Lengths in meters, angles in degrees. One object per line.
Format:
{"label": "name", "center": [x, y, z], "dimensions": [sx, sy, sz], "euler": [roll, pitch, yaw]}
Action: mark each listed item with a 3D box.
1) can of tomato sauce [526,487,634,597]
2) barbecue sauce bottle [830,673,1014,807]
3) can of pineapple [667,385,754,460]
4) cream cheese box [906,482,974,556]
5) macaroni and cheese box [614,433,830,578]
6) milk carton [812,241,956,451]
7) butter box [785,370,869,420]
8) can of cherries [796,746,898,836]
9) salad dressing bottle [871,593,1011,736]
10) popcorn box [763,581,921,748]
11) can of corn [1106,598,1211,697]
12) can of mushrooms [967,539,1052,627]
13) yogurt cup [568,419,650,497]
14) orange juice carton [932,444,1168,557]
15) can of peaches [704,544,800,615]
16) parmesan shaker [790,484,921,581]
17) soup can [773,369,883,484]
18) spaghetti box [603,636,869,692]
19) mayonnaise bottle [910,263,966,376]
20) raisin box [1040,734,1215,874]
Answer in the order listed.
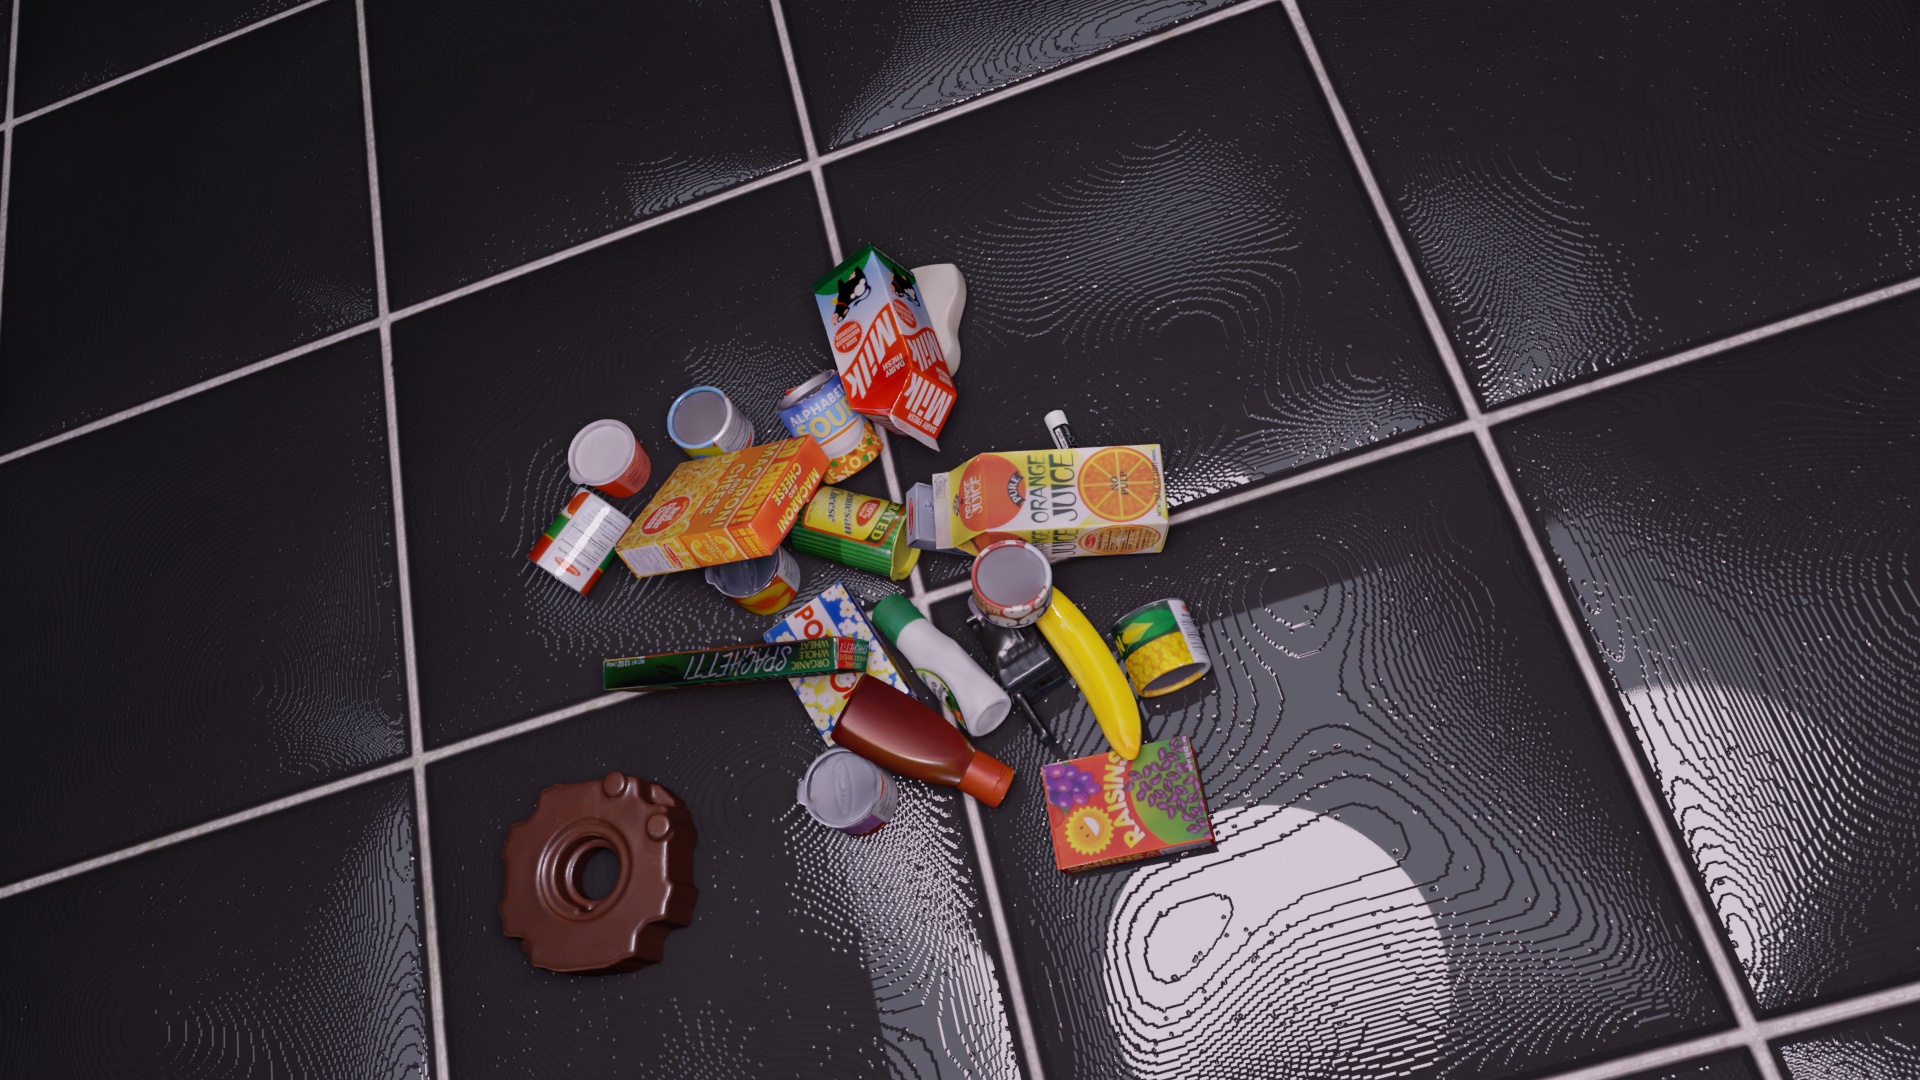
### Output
{"label": "can of tomato sauce", "center": [-0.355, 0.001, 1.304], "dimensions": [0.071, 0.071, 0.083], "euler": [30, 79, 23]}
{"label": "barbecue sauce bottle", "center": [-0.029, 0.169, 1.138], "dimensions": [0.148, 0.043, 0.065], "euler": [28, 47, -2]}
{"label": "can of pineapple", "center": [-0.239, -0.106, 1.318], "dimensions": [0.071, 0.057, 0.071], "euler": [-5, 69, 13]}
{"label": "cream cheese box", "center": [0.004, -0.015, 1.207], "dimensions": [0.104, 0.024, 0.053], "euler": [9, 65, -24]}
{"label": "macaroni and cheese box", "center": [-0.210, -0.030, 1.235], "dimensions": [0.166, 0.040, 0.124], "euler": [-9, 37, 34]}
{"label": "milk carton", "center": [-0.064, -0.166, 1.249], "dimensions": [0.073, 0.072, 0.191], "euler": [-32, 59, 22]}
{"label": "butter box", "center": [-0.110, -0.134, 1.315], "dimensions": [0.103, 0.024, 0.053], "euler": [-21, 65, 6]}
{"label": "can of cherries", "center": [-0.093, 0.210, 1.158], "dimensions": [0.071, 0.058, 0.072], "euler": [-5, 70, 13]}
{"label": "salad dressing bottle", "center": [-0.019, 0.103, 1.182], "dimensions": [0.044, 0.064, 0.148], "euler": [-37, 56, -14]}
{"label": "popcorn box", "center": [-0.104, 0.110, 1.210], "dimensions": [0.085, 0.038, 0.127], "euler": [-34, 65, 0]}
{"label": "can of corn", "center": [0.162, 0.089, 1.135], "dimensions": [0.071, 0.071, 0.058], "euler": [-24, 66, 5]}
{"label": "can of mushrooms", "center": [0.040, 0.036, 1.127], "dimensions": [0.071, 0.033, 0.071], "euler": [-1, 61, 3]}
{"label": "yogurt cup", "center": [-0.333, -0.075, 1.333], "dimensions": [0.072, 0.053, 0.072], "euler": [-5, 68, 13]}
{"label": "orange juice carton", "center": [0.074, -0.030, 1.167], "dimensions": [0.193, 0.072, 0.072], "euler": [-3, 68, 1]}
{"label": "can of peaches", "center": [-0.186, 0.029, 1.252], "dimensions": [0.071, 0.058, 0.071], "euler": [-5, 69, 13]}
{"label": "parmesan shaker", "center": [-0.093, -0.007, 1.236], "dimensions": [0.103, 0.071, 0.071], "euler": [14, 74, 19]}
{"label": "soup can", "center": [-0.118, -0.102, 1.259], "dimensions": [0.071, 0.071, 0.083], "euler": [-34, 108, 0]}
{"label": "spaghetti box", "center": [-0.197, 0.108, 1.196], "dimensions": [0.250, 0.050, 0.029], "euler": [-8, 79, 27]}
{"label": "mayonnaise bottle", "center": [-0.028, -0.186, 1.305], "dimensions": [0.065, 0.041, 0.148], "euler": [-7, 69, 20]}
{"label": "raisin box", "center": [0.133, 0.212, 1.109], "dimensions": [0.123, 0.040, 0.086], "euler": [-14, 67, 10]}
